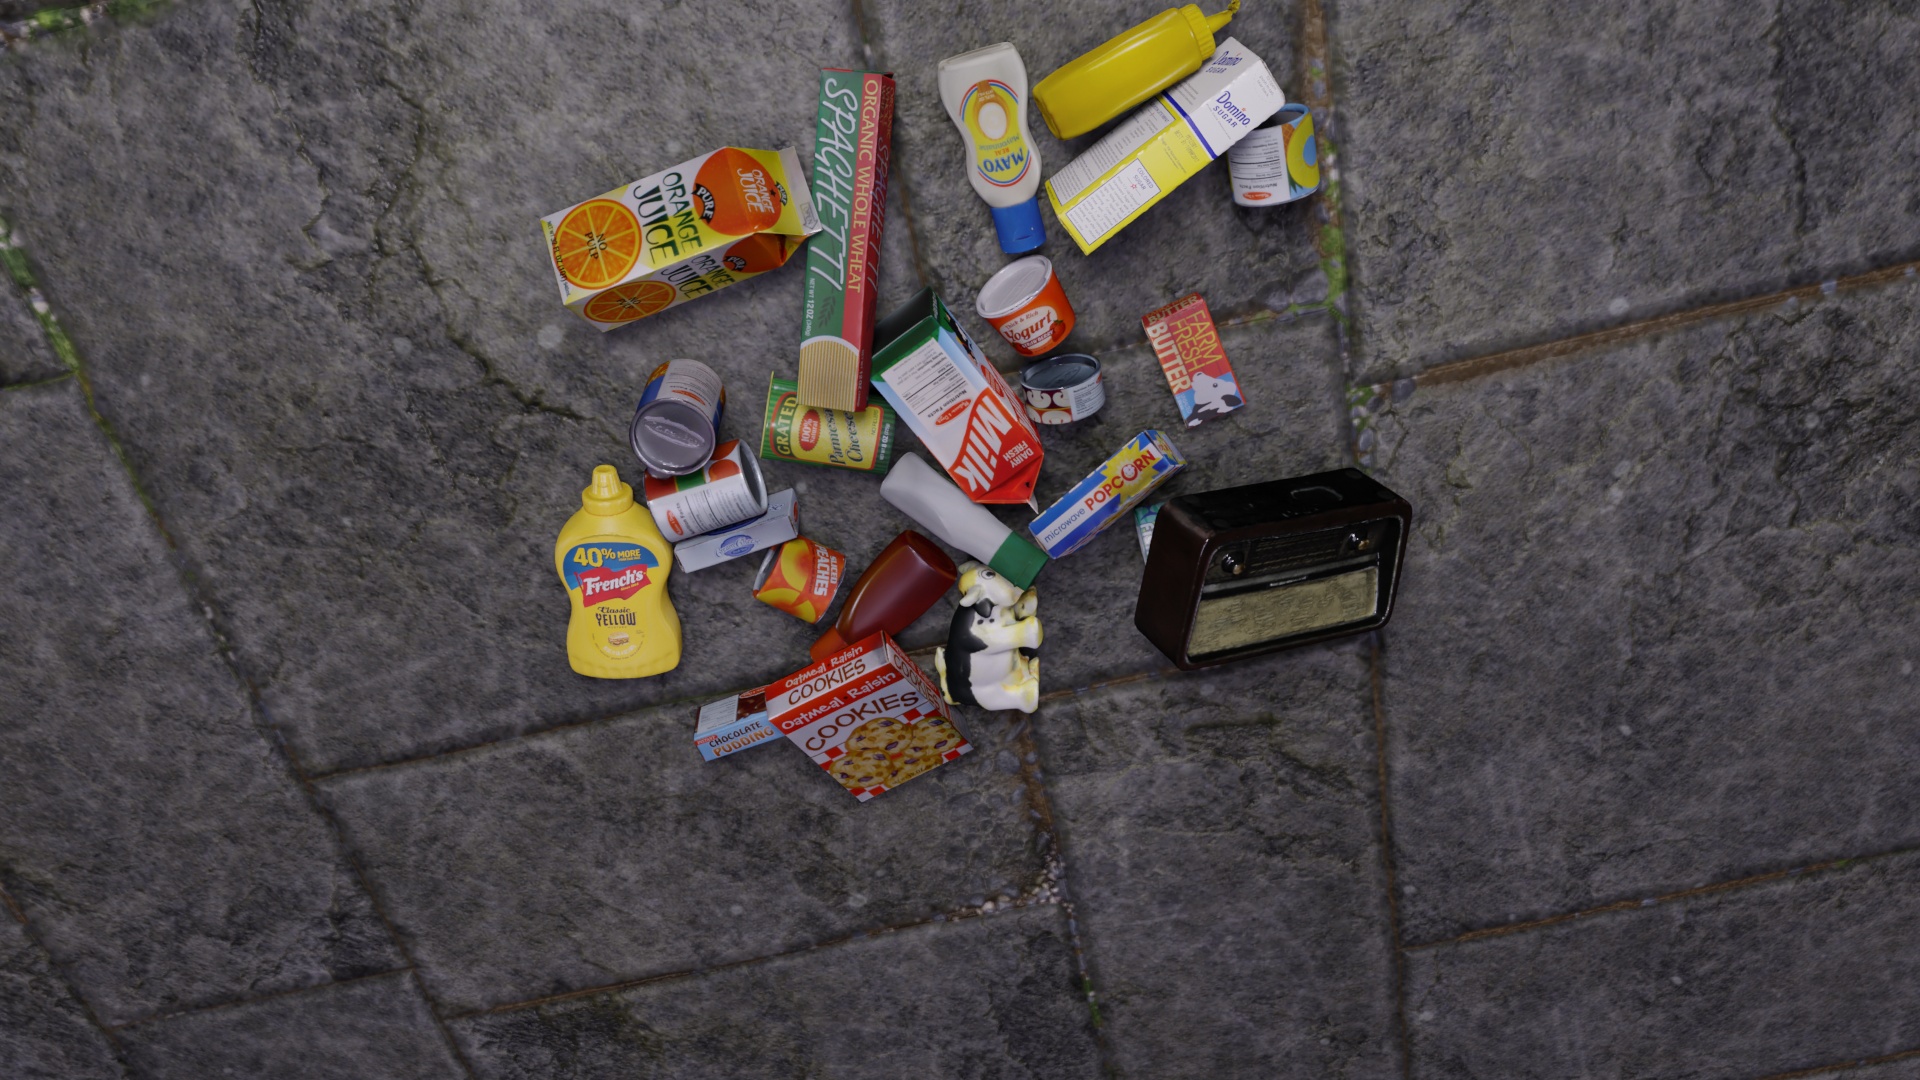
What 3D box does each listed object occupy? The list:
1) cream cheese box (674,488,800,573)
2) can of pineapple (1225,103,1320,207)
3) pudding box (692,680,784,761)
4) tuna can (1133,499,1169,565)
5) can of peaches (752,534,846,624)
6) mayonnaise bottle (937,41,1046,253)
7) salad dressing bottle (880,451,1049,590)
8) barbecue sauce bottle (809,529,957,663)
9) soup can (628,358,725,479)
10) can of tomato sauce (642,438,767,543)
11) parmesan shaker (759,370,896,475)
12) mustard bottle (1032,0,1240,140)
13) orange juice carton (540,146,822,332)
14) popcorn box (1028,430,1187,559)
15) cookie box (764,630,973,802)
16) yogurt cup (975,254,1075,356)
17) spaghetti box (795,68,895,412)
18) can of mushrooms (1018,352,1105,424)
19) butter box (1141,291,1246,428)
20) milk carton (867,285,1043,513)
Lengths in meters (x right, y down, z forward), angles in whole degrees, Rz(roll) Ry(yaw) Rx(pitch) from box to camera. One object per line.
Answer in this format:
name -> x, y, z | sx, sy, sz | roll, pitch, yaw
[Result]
cream cheese box -> -0.186, -0.009, 1.170 | 0.104, 0.053, 0.024 | -18, 116, 6
can of pineapple -> 0.233, -0.289, 1.039 | 0.071, 0.071, 0.057 | -14, 119, 4
pudding box -> -0.199, 0.165, 1.266 | 0.084, 0.050, 0.030 | -19, 120, 7
tuna can -> 0.171, 0.000, 1.189 | 0.033, 0.071, 0.070 | -13, 119, 4
can of peaches -> -0.137, 0.030, 1.186 | 0.058, 0.071, 0.071 | 26, 114, -16
mayonnaise bottle -> 0.030, -0.290, 1.037 | 0.065, 0.041, 0.147 | -16, 118, 3
salad dressing bottle -> 0.004, -0.014, 1.152 | 0.148, 0.064, 0.044 | 36, 75, 6
barbecue sauce bottle -> -0.073, 0.060, 1.221 | 0.065, 0.044, 0.148 | 37, 111, -21
soup can -> -0.224, -0.097, 1.102 | 0.071, 0.084, 0.071 | -1, 119, -2
can of tomato sauce -> -0.209, -0.043, 1.145 | 0.083, 0.071, 0.071 | -17, 118, 5
parmesan shaker -> -0.106, -0.094, 1.122 | 0.103, 0.071, 0.071 | 8, 118, -8
mustard bottle -> 0.132, -0.345, 1.003 | 0.160, 0.065, 0.048 | -27, 113, 7
orange juice carton -> -0.201, -0.227, 1.025 | 0.193, 0.073, 0.072 | -19, 79, 6
popcorn box -> 0.123, -0.038, 1.154 | 0.126, 0.085, 0.038 | -40, 81, 16
cookie box -> -0.081, 0.160, 1.252 | 0.123, 0.040, 0.167 | -27, 136, 11
yogurt cup -> 0.054, -0.181, 1.087 | 0.072, 0.073, 0.053 | -31, 124, 13
spaghetti box -> -0.086, -0.221, 1.031 | 0.050, 0.029, 0.249 | 9, 103, 15
can of mushrooms -> 0.081, -0.123, 1.120 | 0.071, 0.071, 0.033 | -13, 120, 3
butter box -> 0.191, -0.147, 1.136 | 0.053, 0.024, 0.103 | -23, 118, 10
milk carton -> 0.005, -0.103, 1.121 | 0.073, 0.072, 0.190 | -34, 114, 15
